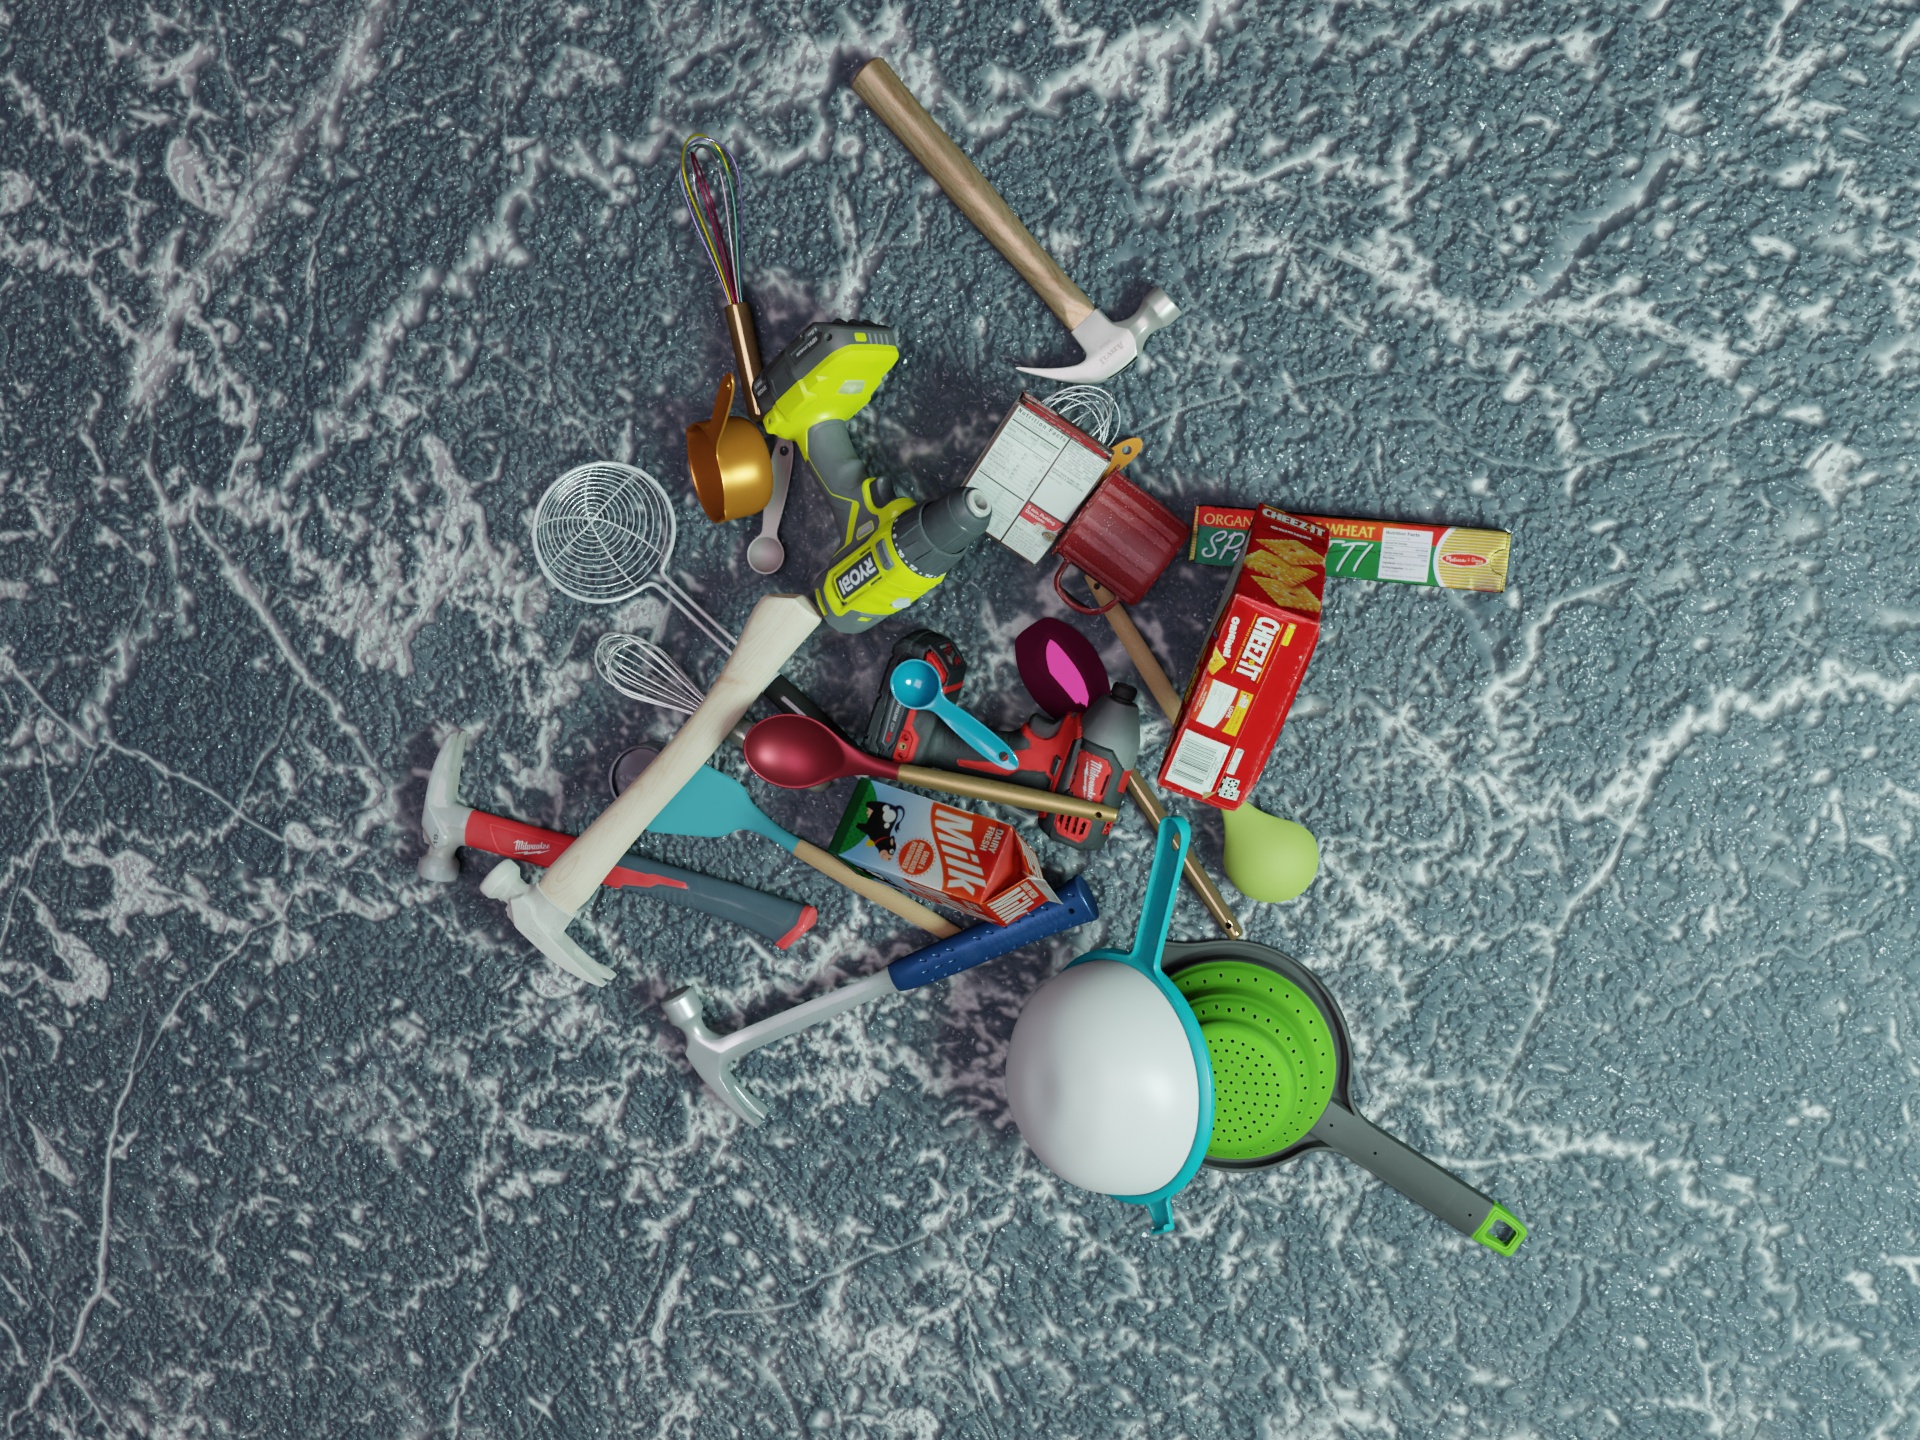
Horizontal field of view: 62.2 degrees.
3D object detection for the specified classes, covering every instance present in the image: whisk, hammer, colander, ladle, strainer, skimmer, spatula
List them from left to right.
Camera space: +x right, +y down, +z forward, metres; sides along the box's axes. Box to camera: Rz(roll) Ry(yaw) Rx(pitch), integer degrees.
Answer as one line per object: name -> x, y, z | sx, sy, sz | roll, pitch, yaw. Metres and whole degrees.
hammer -> -0.314, 0.121, 1.462 | 0.386, 0.038, 0.143 | 14, 99, 11
hammer -> -0.252, 0.055, 1.389 | 0.146, 0.038, 0.410 | 42, 107, 0
whisk -> -0.221, -0.006, 1.421 | 0.246, 0.058, 0.059 | 31, 138, 3
skimmer -> -0.214, -0.077, 1.384 | 0.363, 0.090, 0.127 | 42, 86, 3
whisk -> -0.201, -0.379, 1.367 | 0.051, 0.047, 0.245 | -10, 98, 13
spatula -> -0.128, 0.130, 1.417 | 0.317, 0.044, 0.082 | 28, 107, 7
hammer -> -0.065, 0.236, 1.407 | 0.405, 0.035, 0.144 | -25, 100, 16
ladle -> -0.026, 0.047, 1.309 | 0.315, 0.031, 0.069 | 11, 115, 10
whisk -> 0.015, -0.187, 1.338 | 0.284, 0.070, 0.070 | -35, 89, 19
hammer -> 0.026, -0.413, 1.316 | 0.130, 0.031, 0.331 | -42, 87, 14
strainer -> 0.113, 0.237, 1.286 | 0.211, 0.095, 0.340 | 31, 116, 48
ladle -> 0.195, 0.011, 1.335 | 0.078, 0.062, 0.320 | -33, 82, 18
colander -> 0.293, 0.337, 1.321 | 0.397, 0.094, 0.204 | 32, 103, 7

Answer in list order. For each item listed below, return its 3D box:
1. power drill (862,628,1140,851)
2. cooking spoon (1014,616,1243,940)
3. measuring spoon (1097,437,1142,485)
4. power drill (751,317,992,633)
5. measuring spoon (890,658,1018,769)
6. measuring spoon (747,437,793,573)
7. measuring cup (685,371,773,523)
power drill -> 0.041, 0.007, 1.336 | 0.220, 0.078, 0.143 | 22, 103, 12
cooking spoon -> 0.148, 0.051, 1.356 | 0.069, 0.017, 0.319 | -34, 88, 15
measuring spoon -> 0.103, -0.203, 1.337 | 0.117, 0.011, 0.021 | -34, 116, 12
power drill -> -0.072, -0.206, 1.293 | 0.190, 0.080, 0.228 | -31, 76, 44
measuring spoon -> -0.002, -0.004, 1.303 | 0.128, 0.021, 0.042 | 40, 107, -4
measuring spoon -> -0.161, -0.190, 1.400 | 0.034, 0.018, 0.124 | 11, 93, 12
measuring cup -> -0.184, -0.236, 1.329 | 0.052, 0.173, 0.095 | -16, 68, -25
